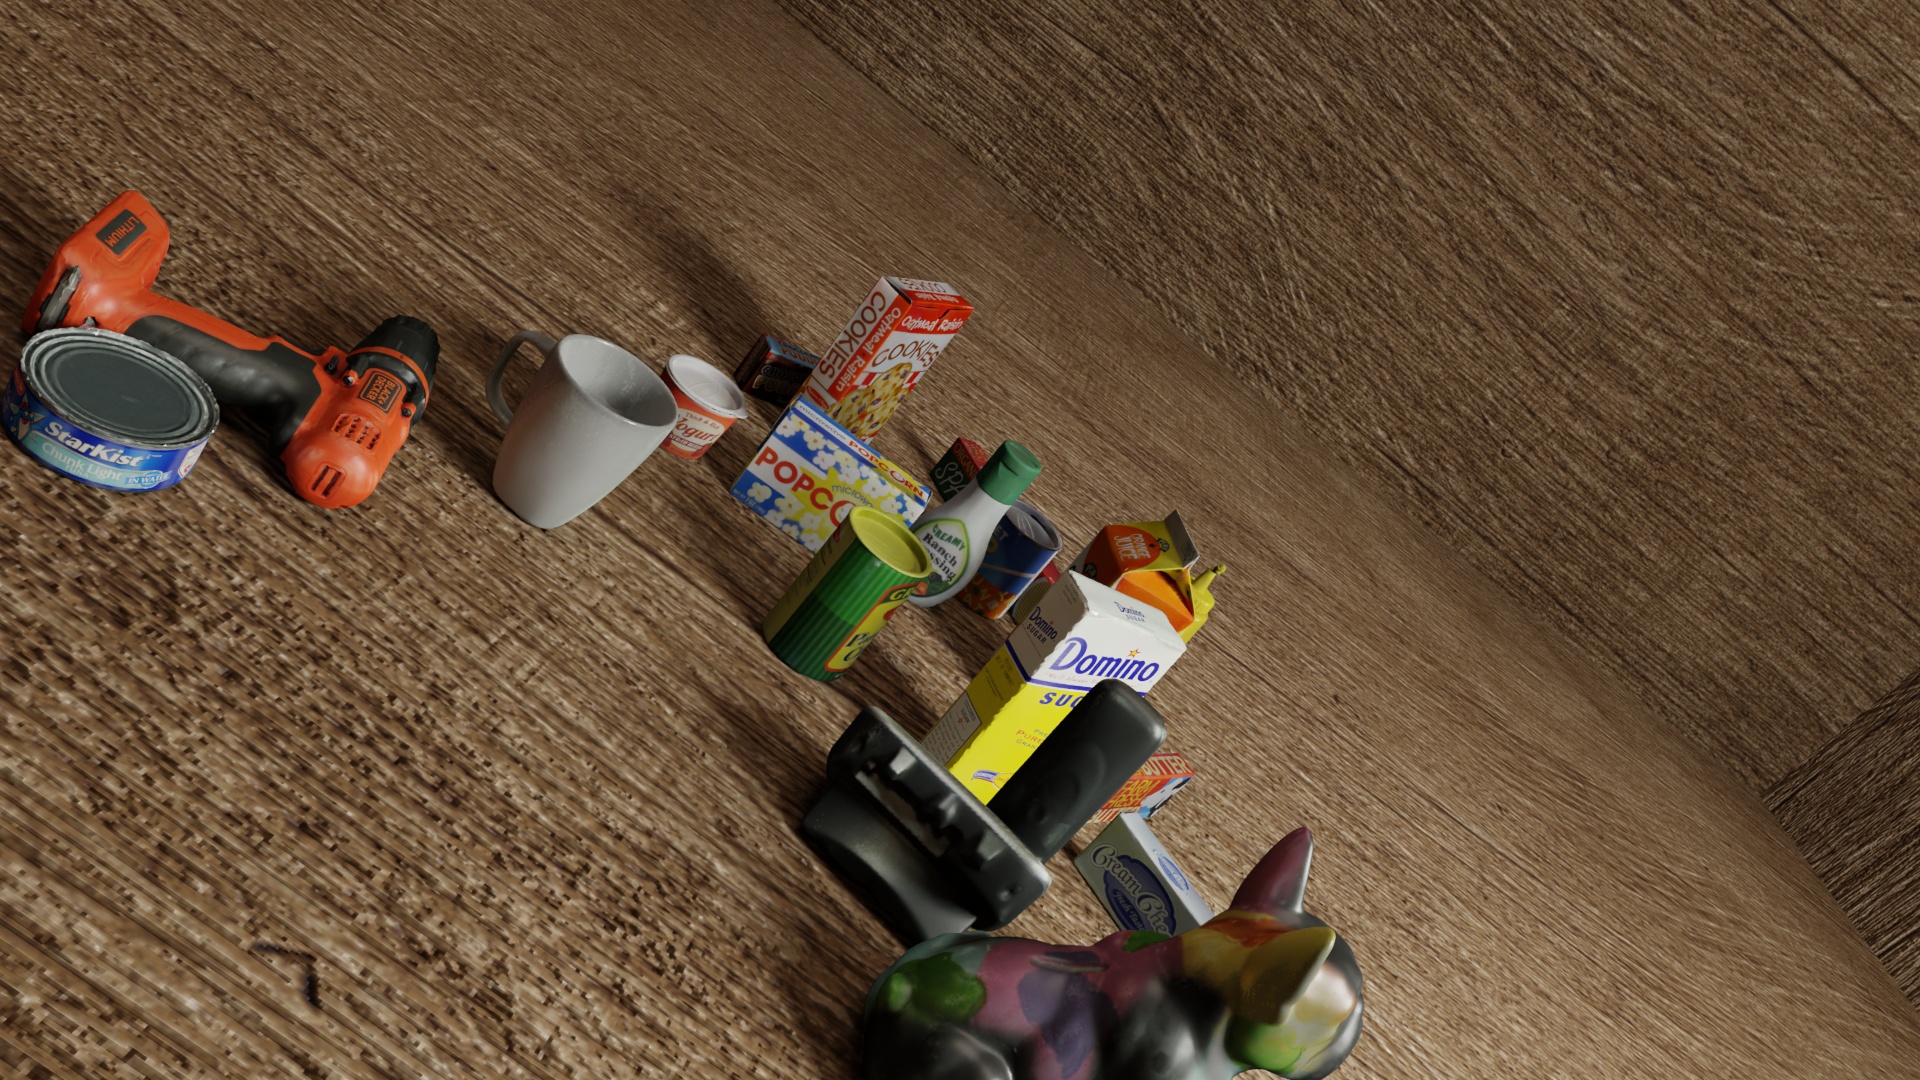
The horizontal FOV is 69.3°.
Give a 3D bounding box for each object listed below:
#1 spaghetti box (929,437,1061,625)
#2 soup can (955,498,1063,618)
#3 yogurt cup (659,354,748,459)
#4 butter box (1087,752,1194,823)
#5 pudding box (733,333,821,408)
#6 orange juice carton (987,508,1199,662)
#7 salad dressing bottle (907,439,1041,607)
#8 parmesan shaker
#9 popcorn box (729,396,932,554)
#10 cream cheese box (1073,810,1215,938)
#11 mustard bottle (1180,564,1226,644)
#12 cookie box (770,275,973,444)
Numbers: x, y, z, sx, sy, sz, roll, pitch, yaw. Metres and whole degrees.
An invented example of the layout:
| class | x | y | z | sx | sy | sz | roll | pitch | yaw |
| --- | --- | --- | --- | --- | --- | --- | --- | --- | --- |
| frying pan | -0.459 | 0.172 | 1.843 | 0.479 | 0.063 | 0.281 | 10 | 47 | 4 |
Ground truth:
| class | x | y | z | sx | sy | sz | roll | pitch | yaw |
| --- | --- | --- | --- | --- | --- | --- | --- | --- | --- |
| spaghetti box | 0.039 | 0.001 | 1.242 | 0.028 | 0.050 | 0.251 | 20 | 29 | -41 |
| soup can | 0.032 | 0.013 | 1.162 | 0.071 | 0.083 | 0.071 | 34 | 22 | -16 |
| yogurt cup | -0.202 | -0.098 | 1.038 | 0.072 | 0.053 | 0.073 | 34 | 22 | -16 |
| butter box | 0.126 | 0.182 | 1.026 | 0.103 | 0.053 | 0.024 | 11 | 36 | -51 |
| pudding box | -0.149 | -0.144 | 1.218 | 0.084 | 0.049 | 0.030 | 20 | 29 | -41 |
| orange juice carton | 0.108 | 0.061 | 1.043 | 0.073 | 0.192 | 0.072 | 32 | 23 | -21 |
| salad dressing bottle | 0.004 | -0.014 | 1.081 | 0.064 | 0.147 | 0.044 | 42 | 21 | 6 |
| parmesan shaker | -0.075 | 0.035 | 0.919 | 0.071 | 0.102 | 0.071 | 34 | 22 | -16 |
| popcorn box | -0.098 | -0.037 | 1.047 | 0.126 | 0.085 | 0.038 | 36 | 22 | -9 |
| cream cheese box | 0.124 | 0.236 | 0.919 | 0.024 | 0.053 | 0.104 | 10 | 36 | -52 |
| mustard bottle | 0.164 | 0.074 | 1.154 | 0.049 | 0.159 | 0.065 | 46 | 22 | 15 |
| cookie box | -0.073 | -0.148 | 1.191 | 0.040 | 0.167 | 0.123 | 45 | 22 | 13 |
